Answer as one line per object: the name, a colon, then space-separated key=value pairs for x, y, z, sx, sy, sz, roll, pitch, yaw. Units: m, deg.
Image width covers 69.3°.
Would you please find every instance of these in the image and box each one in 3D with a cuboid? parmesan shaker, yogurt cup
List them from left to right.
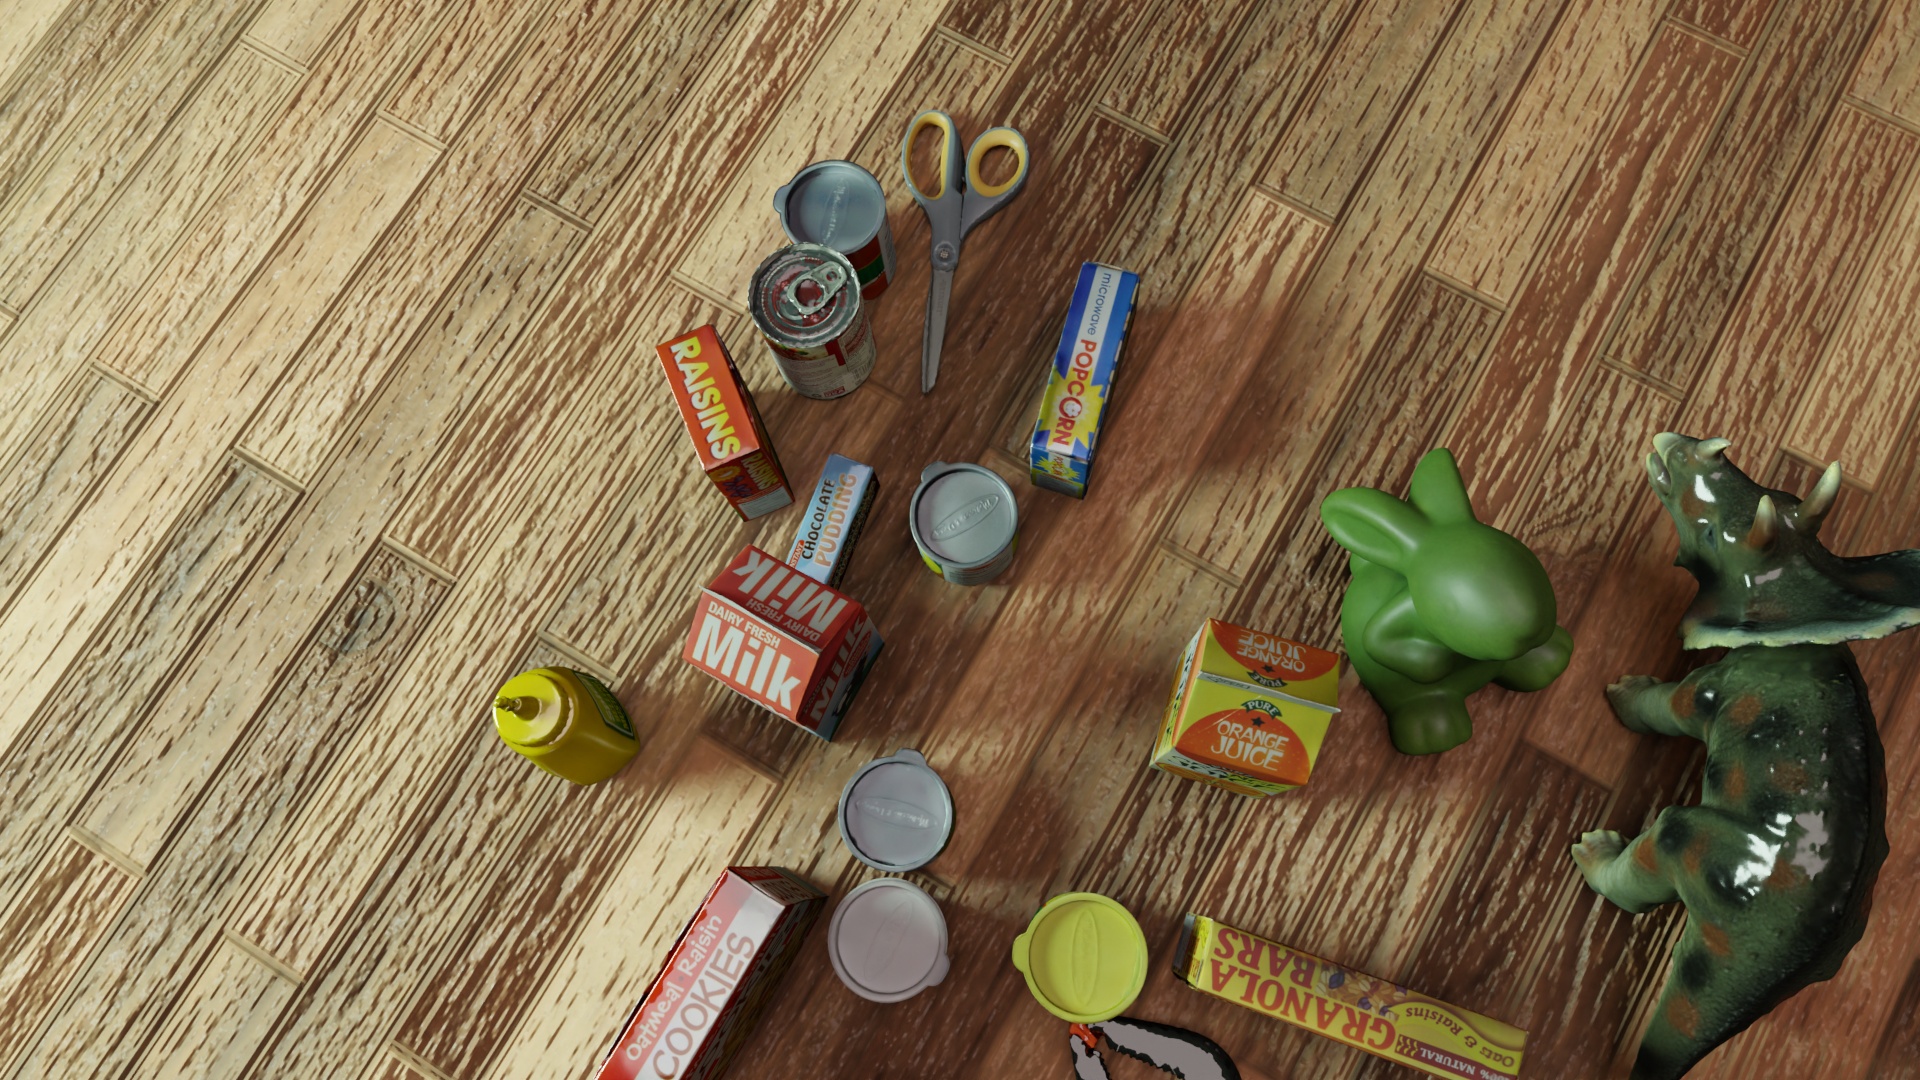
yogurt cup: x=-0.040 y=0.231 z=0.809 sx=0.072 sy=0.054 sz=0.072 roll=-1 pitch=76 yaw=2
parmesan shaker: x=0.065 y=0.230 z=0.779 sx=0.071 sy=0.103 sz=0.071 roll=-1 pitch=77 yaw=2

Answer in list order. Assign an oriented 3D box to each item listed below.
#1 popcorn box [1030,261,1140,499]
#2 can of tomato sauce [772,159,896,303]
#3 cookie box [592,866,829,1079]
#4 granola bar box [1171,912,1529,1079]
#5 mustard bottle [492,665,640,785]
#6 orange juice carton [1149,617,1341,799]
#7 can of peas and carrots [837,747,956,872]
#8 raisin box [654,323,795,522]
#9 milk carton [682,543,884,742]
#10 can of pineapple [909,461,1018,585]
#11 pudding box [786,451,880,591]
popcorn box: x=0.078 y=-0.099 z=0.869 sx=0.038 sy=0.085 sz=0.127 roll=15 pitch=78 yaw=6
can of tomato sauce: x=-0.079 y=-0.197 z=0.900 sx=0.071 sy=0.083 sz=0.071 roll=-1 pitch=77 yaw=2
cookie box: x=-0.129 y=0.239 z=0.752 sx=0.040 sy=0.167 sz=0.123 roll=29 pitch=80 yaw=9
granola bar box: x=0.204 y=0.251 z=0.757 sx=0.166 sy=0.124 sz=0.039 roll=18 pitch=78 yaw=7
mustard bottle: x=-0.229 y=0.103 z=0.794 sx=0.049 sy=0.160 sz=0.065 roll=-36 pitch=78 yaw=-6
orange juice carton: x=0.154 y=0.094 z=0.763 sx=0.072 sy=0.192 sz=0.073 roll=16 pitch=78 yaw=6
can of peas and carrots: x=-0.036 y=0.160 z=0.823 sx=0.071 sy=0.058 sz=0.071 roll=-1 pitch=76 yaw=2
raisin box: x=-0.141 y=-0.069 z=0.851 sx=0.040 sy=0.123 sz=0.086 roll=-23 pitch=77 yaw=-3
milk carton: x=-0.098 y=0.059 z=0.783 sx=0.072 sy=0.190 sz=0.073 roll=27 pitch=80 yaw=8
can of pineapple: x=0.003 y=-0.011 z=0.864 sx=0.071 sy=0.057 sz=0.071 roll=-1 pitch=76 yaw=2
pudding box: x=-0.080 y=-0.008 z=0.871 sx=0.030 sy=0.049 sz=0.084 roll=20 pitch=78 yaw=7
